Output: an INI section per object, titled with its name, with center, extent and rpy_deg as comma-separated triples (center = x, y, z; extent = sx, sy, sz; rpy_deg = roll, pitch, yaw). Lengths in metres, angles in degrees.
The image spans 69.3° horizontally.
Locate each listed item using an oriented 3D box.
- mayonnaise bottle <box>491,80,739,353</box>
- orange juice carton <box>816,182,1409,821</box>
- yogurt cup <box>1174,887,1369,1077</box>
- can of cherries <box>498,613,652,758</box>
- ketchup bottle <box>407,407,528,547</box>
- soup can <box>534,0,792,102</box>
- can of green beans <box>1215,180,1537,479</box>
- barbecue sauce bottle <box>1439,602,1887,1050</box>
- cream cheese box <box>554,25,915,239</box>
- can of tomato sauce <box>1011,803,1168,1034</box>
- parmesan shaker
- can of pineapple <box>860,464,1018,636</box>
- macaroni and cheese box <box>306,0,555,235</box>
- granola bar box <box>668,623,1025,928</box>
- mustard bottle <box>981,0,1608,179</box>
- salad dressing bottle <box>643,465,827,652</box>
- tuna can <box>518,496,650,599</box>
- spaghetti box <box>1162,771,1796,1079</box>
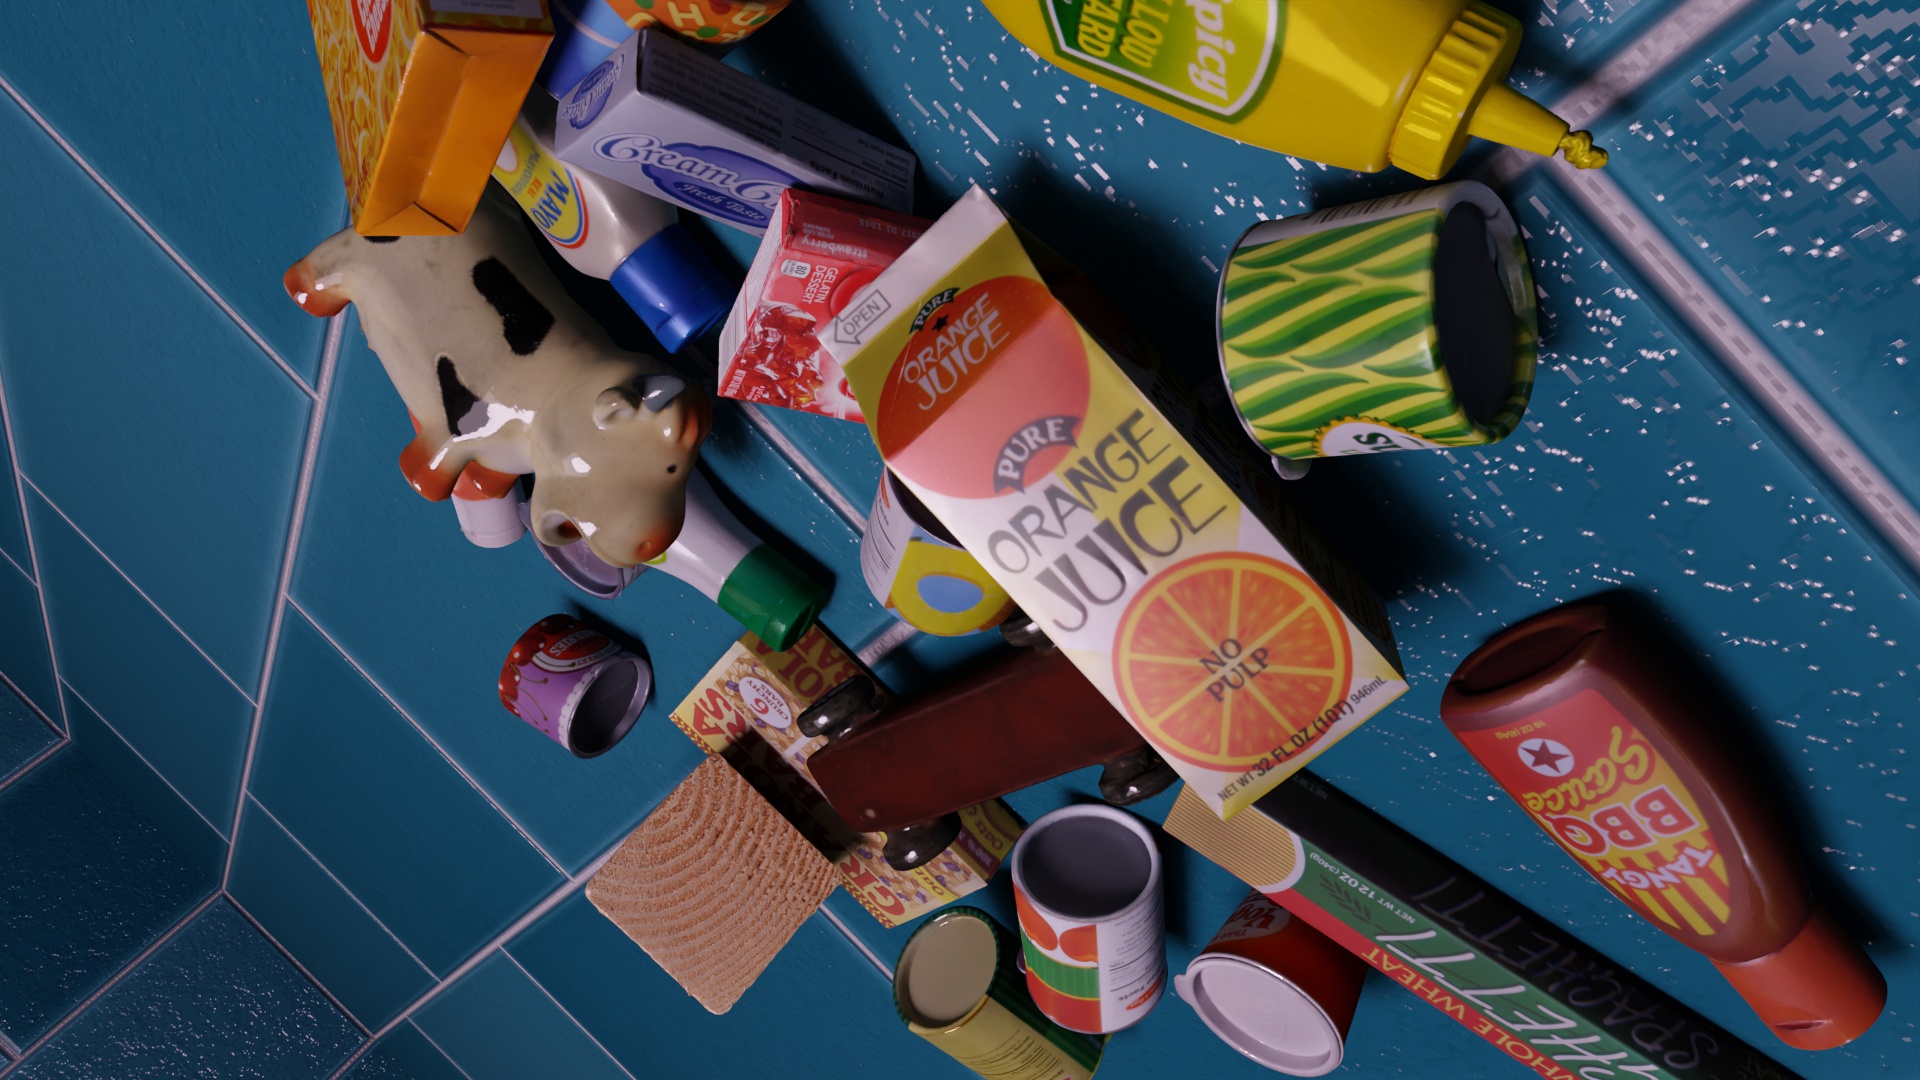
[mayonnaise bottle]
center = -0.147, -0.140, 0.536
extent = 0.148, 0.041, 0.064
rpy_deg = 50, 142, -7
[orange juice carton]
center = 0.045, -0.016, 0.430
extent = 0.071, 0.073, 0.192
rpy_deg = -42, 95, 19
[yogurt cup]
center = 0.134, 0.176, 0.571
extent = 0.072, 0.054, 0.072
rpy_deg = 25, 139, 23
[can of cherries]
center = -0.222, 0.081, 0.802
extent = 0.058, 0.072, 0.071
rpy_deg = 27, 140, 23
[ketchup bottle]
center = -0.252, -0.059, 0.711
extent = 0.065, 0.044, 0.148
rpy_deg = 27, 140, 21
[soup can]
center = -0.093, -0.175, 0.432
extent = 0.083, 0.072, 0.071
rpy_deg = -14, 115, 48
[can of green beans]
center = 0.109, -0.055, 0.360
extent = 0.058, 0.071, 0.071
rpy_deg = -2, 124, 43
[barbecue sauce bottle]
center = 0.216, 0.088, 0.418
extent = 0.148, 0.044, 0.064
rpy_deg = 47, 142, -5
[cream cheese box]
center = -0.070, -0.124, 0.446
extent = 0.104, 0.024, 0.053
rpy_deg = 15, 160, -38
[can of tomato sauce]
center = 0.057, 0.169, 0.625
extent = 0.071, 0.071, 0.082
rpy_deg = 19, 136, 30
[parmesan shaker]
center = 0.023, 0.233, 0.698
extent = 0.071, 0.071, 0.103
rpy_deg = 2, 145, 42
[can of pineapple]
center = 0.002, -0.006, 0.508
extent = 0.071, 0.071, 0.057
rpy_deg = 36, 143, 11
[macaroni and cheese box]
center = -0.181, -0.201, 0.446
extent = 0.123, 0.040, 0.166
rpy_deg = -30, 72, 54
[granola bar box]
center = -0.062, 0.117, 0.708
extent = 0.165, 0.039, 0.123
rpy_deg = 45, 144, -1
[mustard bottle]
center = 0.079, -0.126, 0.332
extent = 0.160, 0.049, 0.065
rpy_deg = 31, 143, 17
[salad dressing bottle]
center = -0.129, -0.006, 0.648
extent = 0.148, 0.044, 0.064
rpy_deg = 36, 135, 10
[tuna can]
center = -0.189, -0.006, 0.712
extent = 0.071, 0.033, 0.070
rpy_deg = 25, 139, 24
[spaghetti box]
center = 0.193, 0.155, 0.518
extent = 0.250, 0.029, 0.049
rpy_deg = 32, 142, 16
